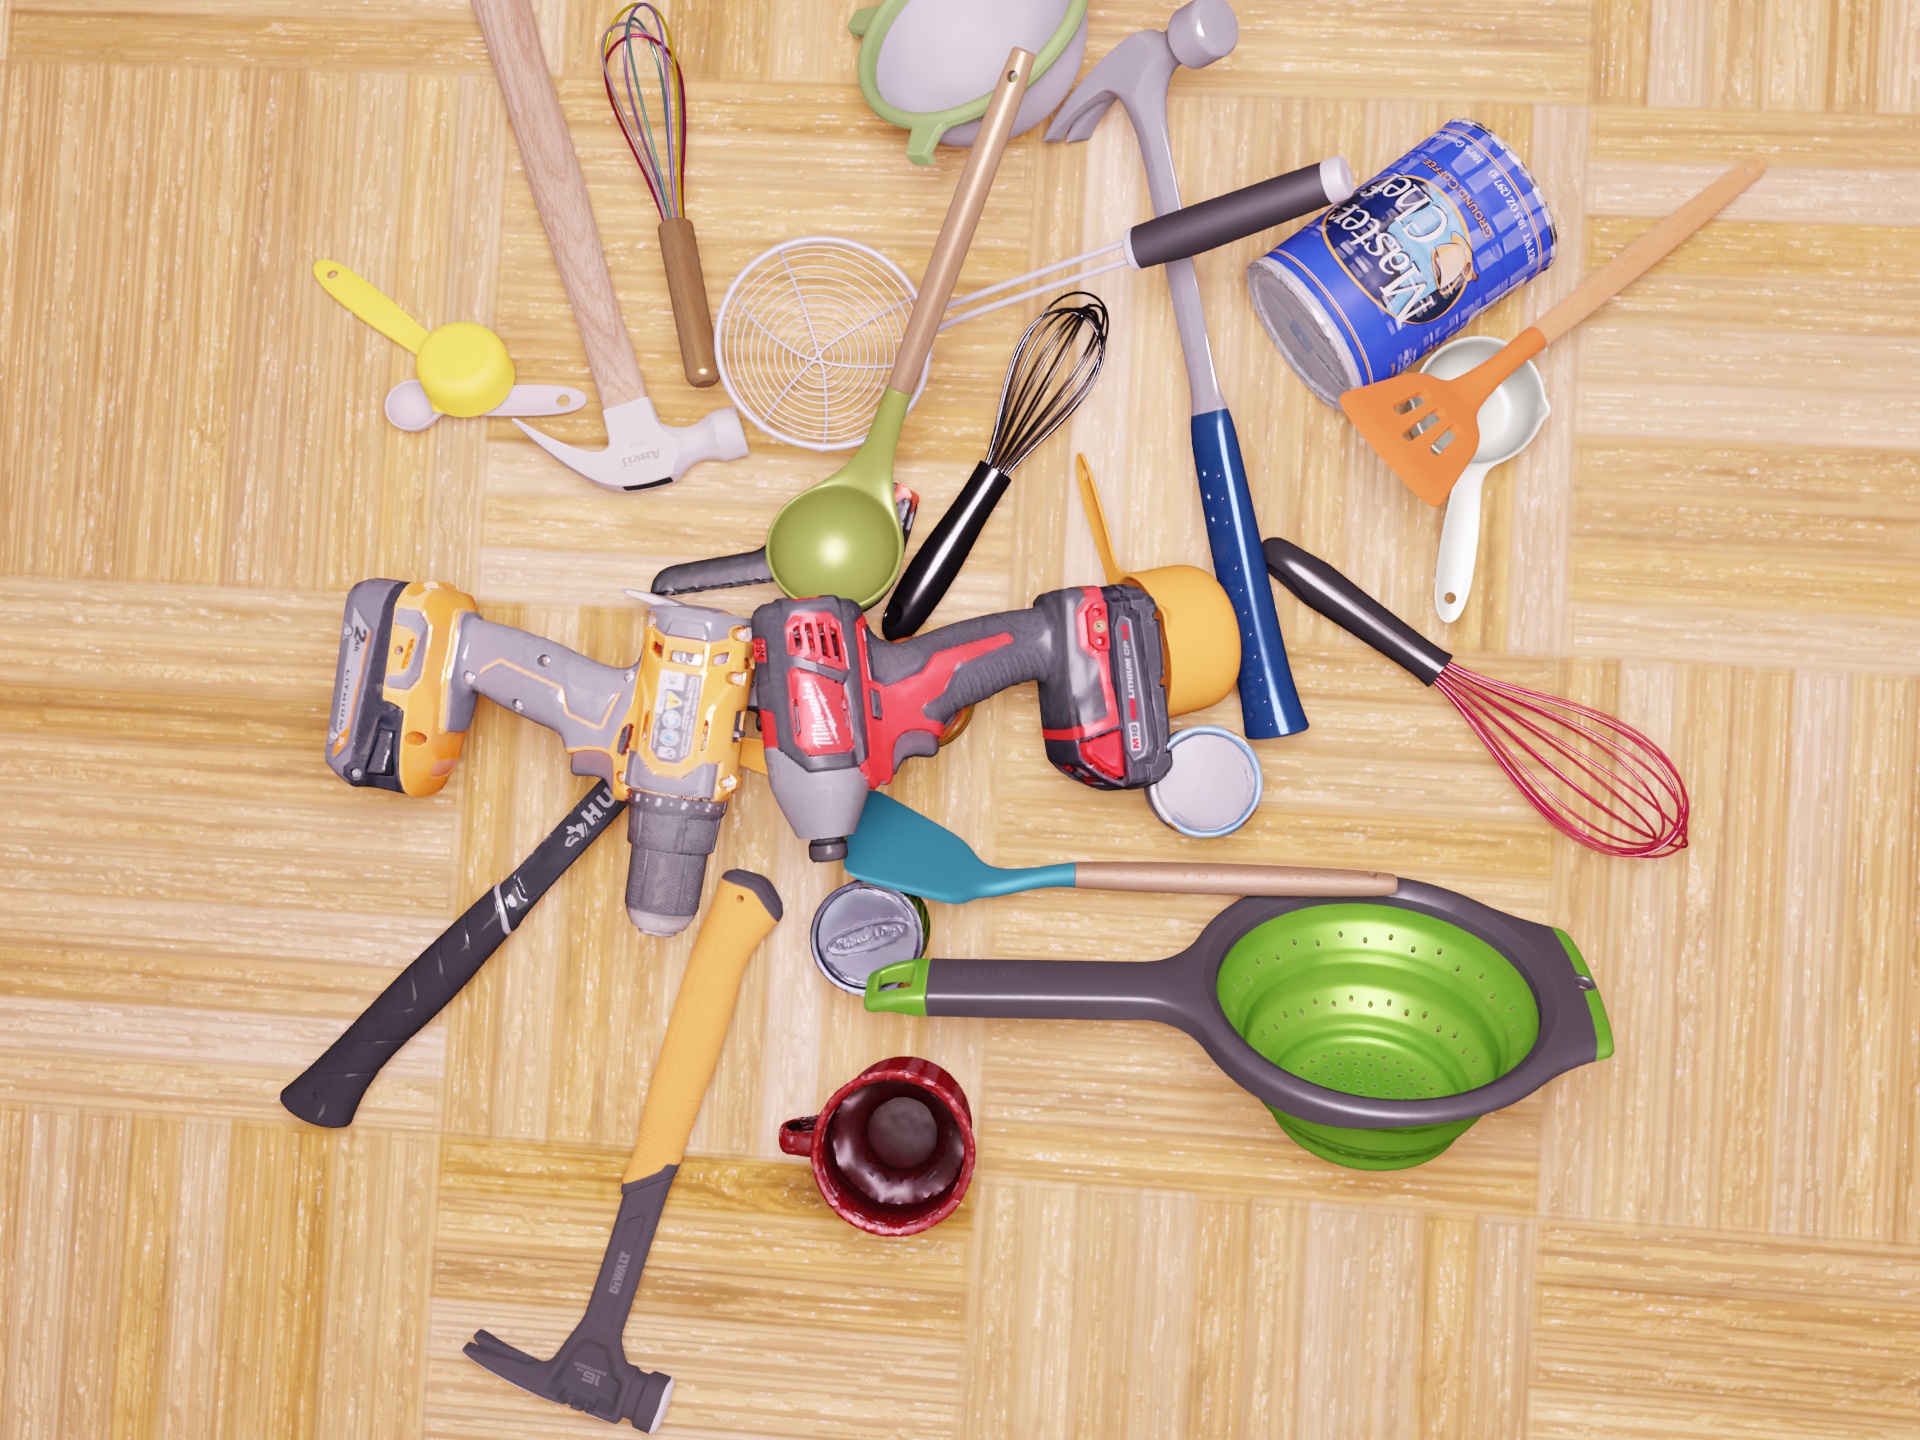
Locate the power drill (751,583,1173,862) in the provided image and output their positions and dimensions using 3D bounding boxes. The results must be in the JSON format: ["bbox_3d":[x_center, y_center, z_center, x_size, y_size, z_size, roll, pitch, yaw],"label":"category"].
[{"bbox_3d":[-0.001,-0.003,0.874,0.219,0.078,0.143,-6,91,-16],"label":"power drill"}]

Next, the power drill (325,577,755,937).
[{"bbox_3d":[-0.234,0.016,0.898,0.226,0.084,0.185,9,92,6],"label":"power drill"}]

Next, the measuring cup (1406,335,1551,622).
[{"bbox_3d":[0.295,-0.140,0.939,0.083,0.038,0.167,8,91,4],"label":"measuring cup"}]

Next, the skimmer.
[{"bbox_3d":[0.029,-0.244,0.877,0.363,0.090,0.127,-10,92,32],"label":"skimmer"}]

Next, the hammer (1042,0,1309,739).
[{"bbox_3d":[0.139,-0.189,0.925,0.035,0.144,0.405,-16,96,-33],"label":"hammer"}]

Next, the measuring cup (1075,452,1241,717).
[{"bbox_3d":[0.114,-0.085,0.934,0.052,0.095,0.174,-10,71,-16],"label":"measuring cup"}]

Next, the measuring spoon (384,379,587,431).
[{"bbox_3d":[-0.295,-0.196,0.994,0.124,0.018,0.034,-3,74,-3],"label":"measuring spoon"}]

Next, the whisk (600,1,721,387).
[{"bbox_3d":[-0.178,-0.317,0.960,0.047,0.051,0.245,-12,83,0],"label":"whisk"}]

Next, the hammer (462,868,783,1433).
[{"bbox_3d":[-0.187,0.250,0.961,0.127,0.034,0.337,19,90,3],"label":"hammer"}]

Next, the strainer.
[{"bbox_3d":[0.063,-0.419,0.930,0.256,0.069,0.152,-29,55,13],"label":"strainer"}]

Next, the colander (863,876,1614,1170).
[{"bbox_3d":[0.146,0.180,0.891,0.397,0.205,0.094,0,120,5],"label":"colander"}]

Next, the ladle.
[{"bbox_3d":[-0.027,-0.203,0.864,0.078,0.062,0.320,24,112,3],"label":"ladle"}]

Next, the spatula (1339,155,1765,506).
[{"bbox_3d":[0.349,-0.235,0.905,0.322,0.041,0.081,-38,84,-11],"label":"spatula"}]

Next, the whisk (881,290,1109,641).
[{"bbox_3d":[0.018,-0.150,0.955,0.055,0.055,0.239,32,95,4],"label":"whisk"}]

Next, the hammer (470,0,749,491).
[{"bbox_3d":[-0.241,-0.299,0.979,0.130,0.031,0.331,-18,85,-4],"label":"hammer"}]

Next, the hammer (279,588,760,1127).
[{"bbox_3d":[-0.265,0.095,0.956,0.409,0.036,0.149,-45,83,6],"label":"hammer"}]

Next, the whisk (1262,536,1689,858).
[{"bbox_3d":[0.296,-0.018,0.925,0.296,0.073,0.073,37,91,9],"label":"whisk"}]

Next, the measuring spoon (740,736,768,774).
[{"bbox_3d":[-0.124,0.021,0.977,0.117,0.011,0.021,15,88,1],"label":"measuring spoon"}]

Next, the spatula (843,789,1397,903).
[{"bbox_3d":[0.093,0.083,0.928,0.317,0.082,0.044,1,123,7],"label":"spatula"}]

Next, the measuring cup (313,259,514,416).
[{"bbox_3d":[-0.344,-0.246,0.983,0.156,0.029,0.062,36,72,8],"label":"measuring cup"}]
